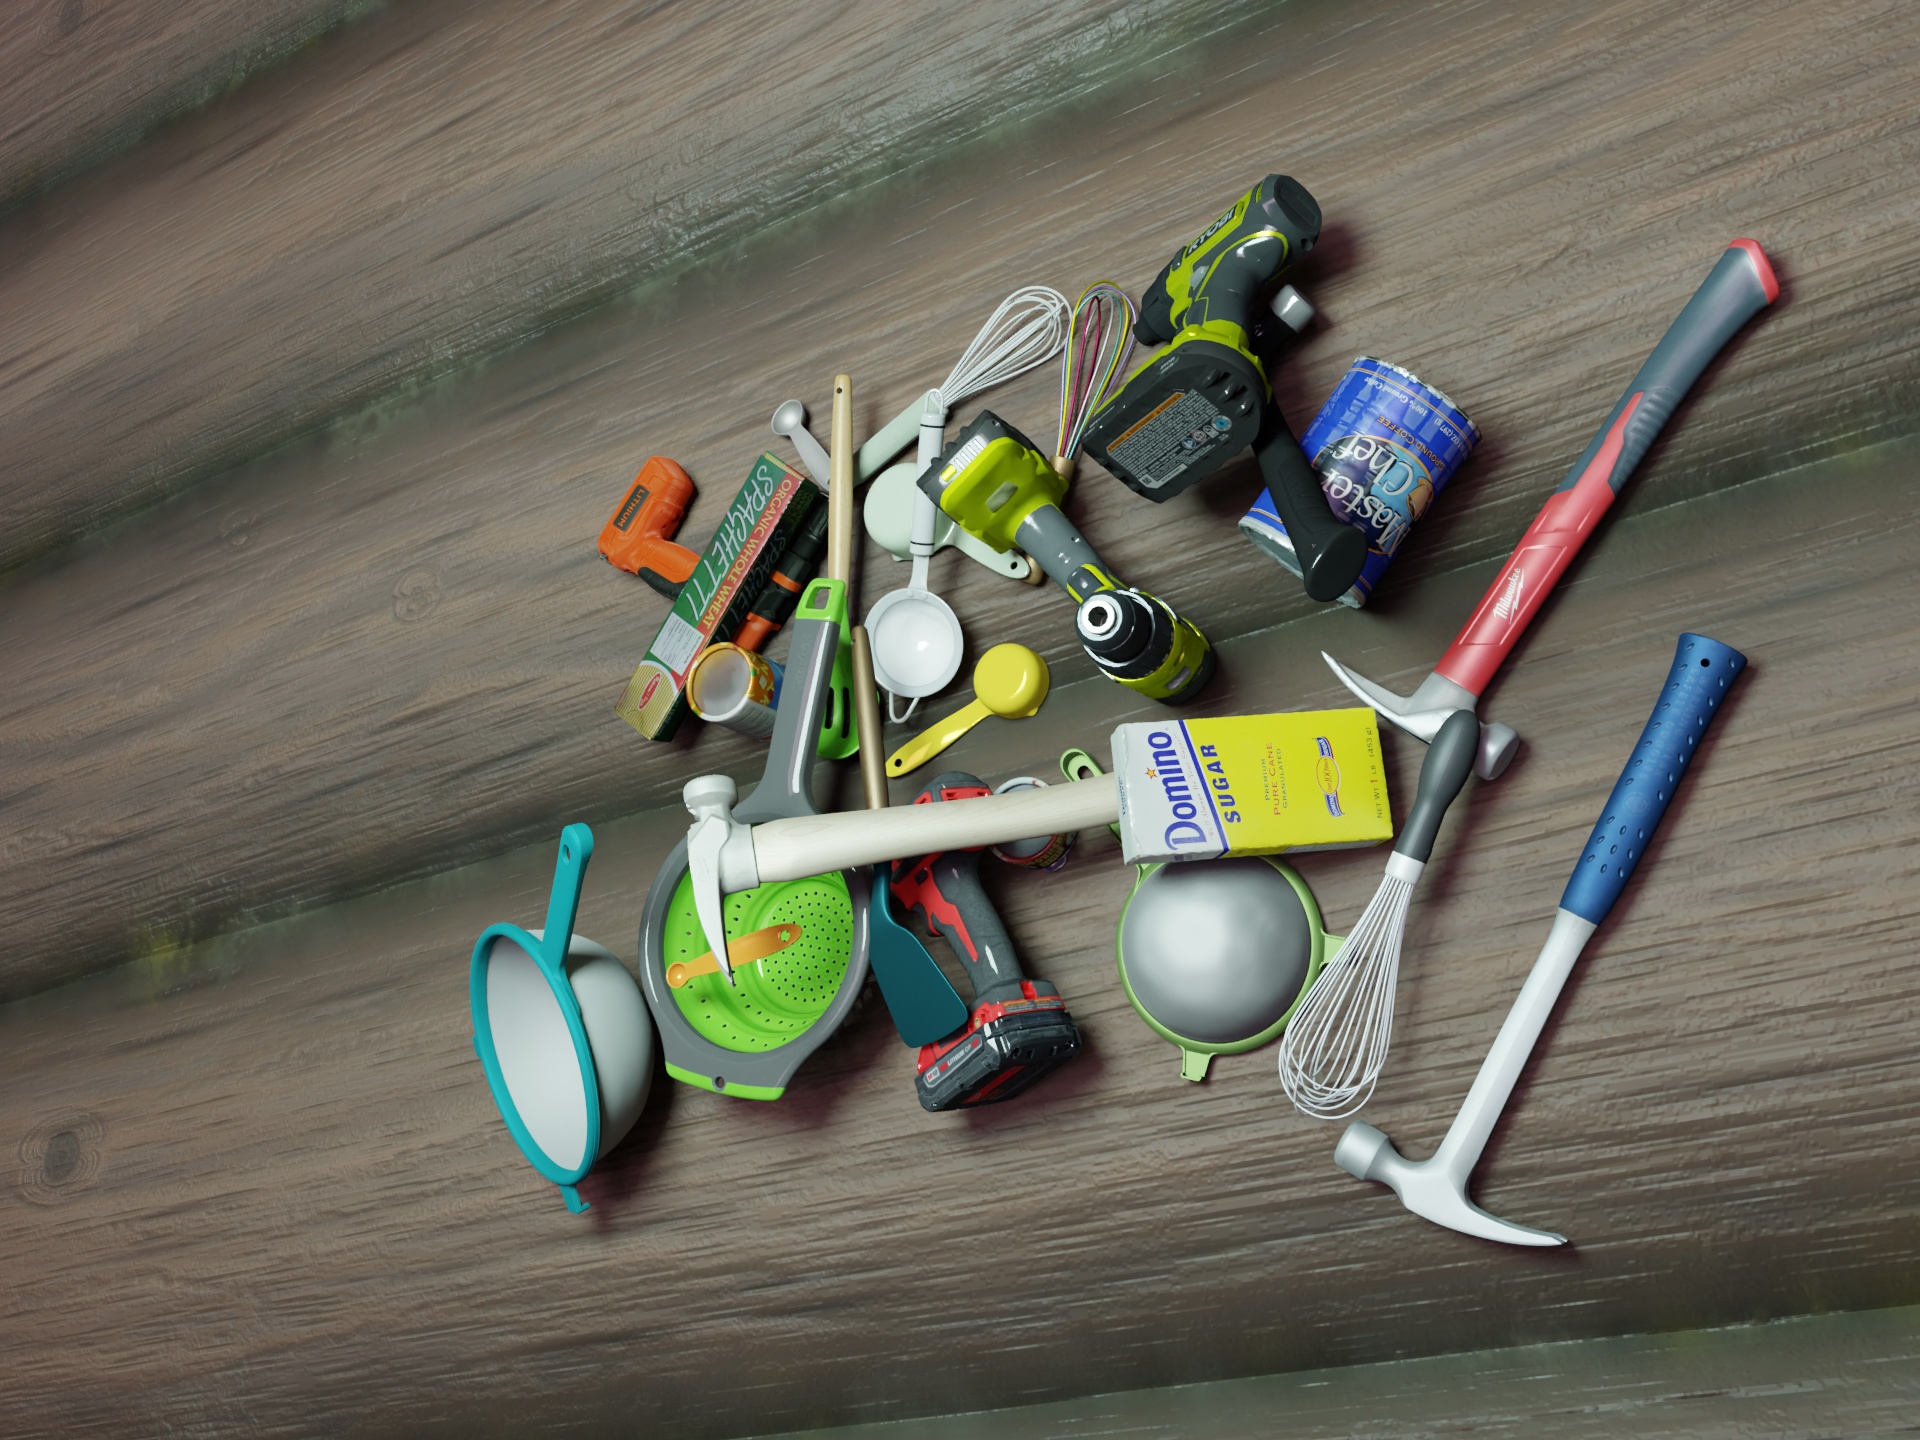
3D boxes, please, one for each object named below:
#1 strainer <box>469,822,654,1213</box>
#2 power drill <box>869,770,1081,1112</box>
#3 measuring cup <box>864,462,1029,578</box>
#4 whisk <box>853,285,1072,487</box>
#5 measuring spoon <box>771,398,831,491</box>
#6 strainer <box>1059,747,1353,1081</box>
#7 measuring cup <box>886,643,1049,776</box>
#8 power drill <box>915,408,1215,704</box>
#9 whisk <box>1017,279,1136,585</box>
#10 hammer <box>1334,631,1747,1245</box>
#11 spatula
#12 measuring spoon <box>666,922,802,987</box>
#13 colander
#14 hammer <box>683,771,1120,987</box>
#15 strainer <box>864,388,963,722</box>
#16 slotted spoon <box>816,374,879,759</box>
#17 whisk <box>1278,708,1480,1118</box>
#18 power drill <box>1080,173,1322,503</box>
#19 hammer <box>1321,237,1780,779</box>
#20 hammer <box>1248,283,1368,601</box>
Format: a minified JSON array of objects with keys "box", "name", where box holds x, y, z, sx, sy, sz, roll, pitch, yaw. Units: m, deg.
[{"box":[-0.286,0.203,1.231,0.211,0.095,0.340,45,132,33],"name":"strainer"},{"box":[-0.005,0.162,1.155,0.143,0.078,0.220,-46,54,43],"name":"power drill"},{"box":[-0.013,-0.152,1.258,0.168,0.038,0.083,32,96,37],"name":"measuring cup"},{"box":[-0.011,-0.264,1.295,0.246,0.059,0.058,-37,21,18],"name":"whisk"},{"box":[-0.125,-0.228,1.345,0.034,0.018,0.124,-43,53,12],"name":"measuring spoon"},{"box":[0.140,0.113,1.112,0.151,0.069,0.257,-42,65,12],"name":"strainer"},{"box":[-0.002,-0.004,1.233,0.156,0.029,0.062,-35,65,13],"name":"measuring cup"},{"box":[0.074,-0.111,1.118,0.080,0.190,0.229,-45,69,11],"name":"power drill"},{"box":[0.082,-0.225,1.239,0.051,0.047,0.245,15,88,27],"name":"whisk"},{"box":[0.391,0.137,1.003,0.144,0.035,0.405,27,90,29],"name":"hammer"},{"box":[-0.051,0.074,1.152,0.082,0.044,0.318,-38,51,48],"name":"spatula"},{"box":[-0.166,0.174,1.176,0.117,0.011,0.021,-22,68,16],"name":"measuring spoon"},{"box":[-0.123,0.090,1.234,0.204,0.094,0.397,6,80,27],"name":"colander"},{"box":[0.020,0.077,1.096,0.410,0.038,0.146,-10,63,-4],"name":"hammer"},{"box":[-0.028,-0.126,1.233,0.087,0.050,0.258,12,108,21],"name":"strainer"},{"box":[-0.096,-0.125,1.287,0.070,0.031,0.314,-1,86,20],"name":"slotted spoon"},{"box":[0.277,0.126,1.033,0.070,0.070,0.284,23,93,29],"name":"whisk"},{"box":[0.166,-0.268,1.130,0.171,0.080,0.223,-33,29,48],"name":"power drill"},{"box":[0.404,-0.156,1.066,0.143,0.038,0.386,36,95,30],"name":"hammer"},{"box":[0.208,-0.174,1.061,0.146,0.035,0.335,-45,25,25],"name":"hammer"}]
